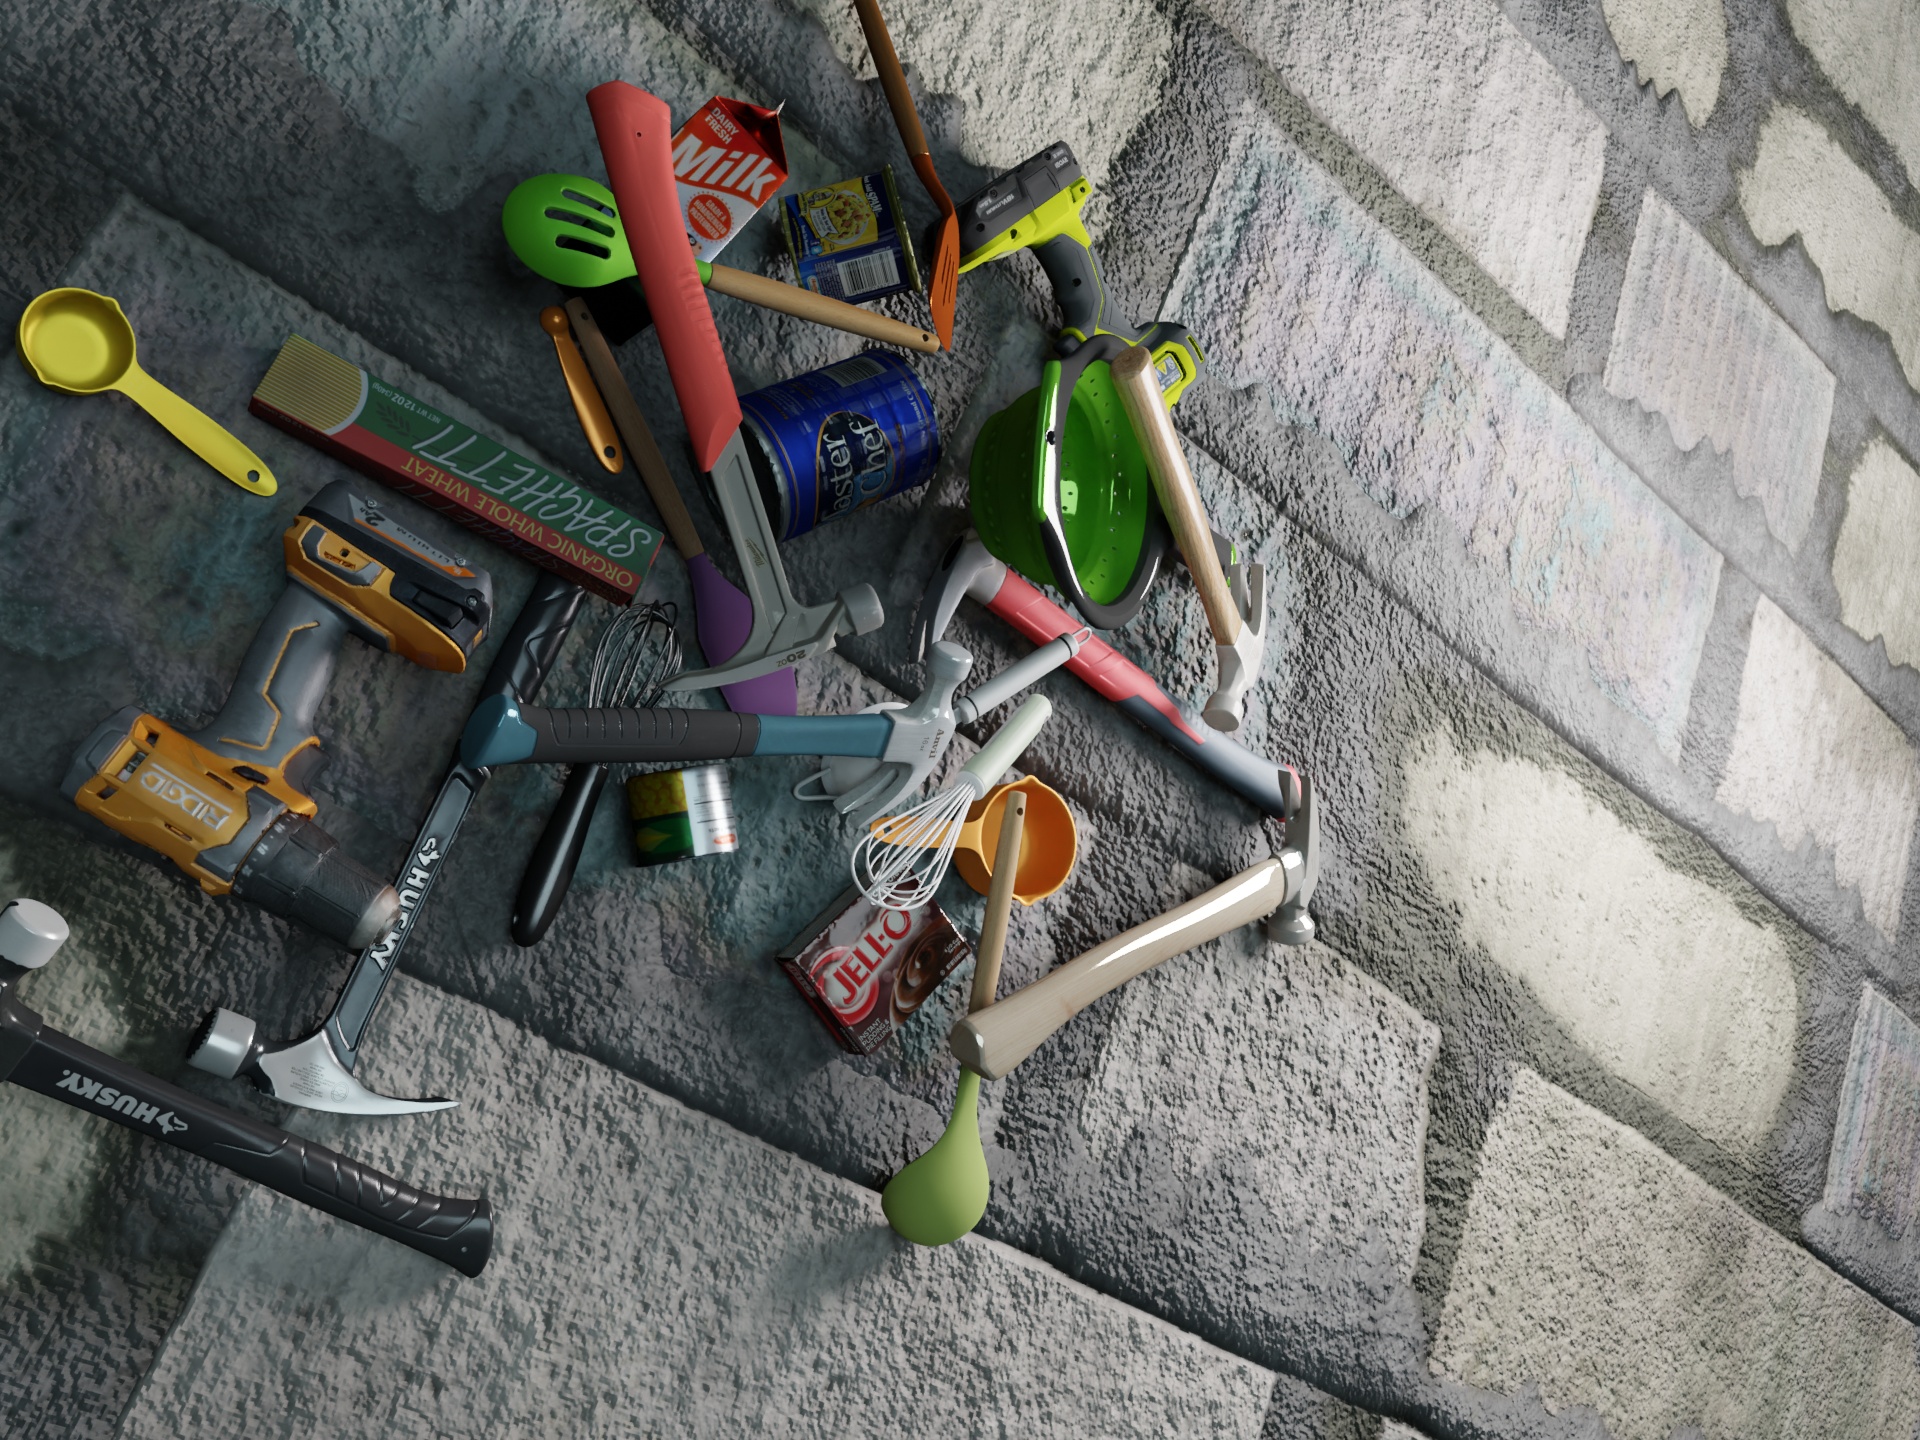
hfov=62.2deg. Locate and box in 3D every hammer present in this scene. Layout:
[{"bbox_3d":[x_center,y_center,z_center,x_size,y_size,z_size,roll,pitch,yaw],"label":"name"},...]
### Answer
[{"bbox_3d":[0.144,0.156,1.183,0.410,0.038,0.146,-19,113,-43],"label":"hammer"},{"bbox_3d":[-0.300,0.043,0.970,0.149,0.036,0.409,32,67,-27],"label":"hammer"},{"bbox_3d":[-0.141,0.008,0.974,0.330,0.033,0.128,1,118,-39],"label":"hammer"},{"bbox_3d":[-0.166,-0.202,0.972,0.149,0.037,0.359,-20,102,-15],"label":"hammer"},{"bbox_3d":[0.174,-0.143,1.190,0.331,0.031,0.130,60,43,-44],"label":"hammer"},{"bbox_3d":[-0.397,0.232,0.862,0.334,0.035,0.146,38,91,-31],"label":"hammer"},{"bbox_3d":[0.130,-0.011,1.258,0.386,0.038,0.143,35,68,-25],"label":"hammer"}]

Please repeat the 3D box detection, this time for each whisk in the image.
[{"bbox_3d":[-0.232,0.030,1.009,0.055,0.055,0.239,27,75,-28],"label":"whisk"},{"bbox_3d":[0.001,0.050,1.101,0.059,0.057,0.246,38,45,5],"label":"whisk"}]

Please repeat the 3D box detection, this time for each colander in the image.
[{"bbox_3d":[0.108,-0.156,1.200,0.396,0.094,0.204,16,78,-61],"label":"colander"}]

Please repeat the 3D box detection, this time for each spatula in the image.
[{"bbox_3d":[-0.189,-0.135,1.073,0.060,0.018,0.315,-33,104,-33],"label":"spatula"},{"bbox_3d":[-0.045,-0.429,1.167,0.041,0.081,0.323,-19,77,5],"label":"spatula"}]

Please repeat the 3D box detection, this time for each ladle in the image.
[{"bbox_3d":[0.006,0.207,1.115,0.078,0.062,0.320,15,81,-32],"label":"ladle"}]

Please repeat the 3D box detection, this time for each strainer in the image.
[{"bbox_3d":[-0.002,-0.004,1.140,0.258,0.050,0.086,-33,132,-23],"label":"strainer"}]

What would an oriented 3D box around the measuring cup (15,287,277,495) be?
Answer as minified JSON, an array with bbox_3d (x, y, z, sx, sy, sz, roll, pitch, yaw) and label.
[{"bbox_3d":[-0.459,-0.179,0.904,0.156,0.029,0.062,44,62,-34],"label":"measuring cup"}]

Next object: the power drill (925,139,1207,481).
[{"bbox_3d":[0.074,-0.309,1.237,0.190,0.080,0.228,-41,109,-24],"label":"power drill"}]

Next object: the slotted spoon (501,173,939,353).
[{"bbox_3d":[-0.142,-0.285,1.036,0.313,0.031,0.070,8,82,-36],"label":"slotted spoon"}]

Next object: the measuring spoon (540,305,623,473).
[{"bbox_3d":[-0.248,-0.219,1.050,0.021,0.011,0.117,-26,98,-33],"label":"measuring spoon"}]

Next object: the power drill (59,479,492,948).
[{"bbox_3d":[-0.351,0.001,0.893,0.185,0.084,0.226,33,68,-6],"label":"power drill"}]

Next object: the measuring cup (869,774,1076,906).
[{"bbox_3d":[0.000,0.085,1.153,0.173,0.052,0.095,7,80,-31],"label":"measuring cup"}]
